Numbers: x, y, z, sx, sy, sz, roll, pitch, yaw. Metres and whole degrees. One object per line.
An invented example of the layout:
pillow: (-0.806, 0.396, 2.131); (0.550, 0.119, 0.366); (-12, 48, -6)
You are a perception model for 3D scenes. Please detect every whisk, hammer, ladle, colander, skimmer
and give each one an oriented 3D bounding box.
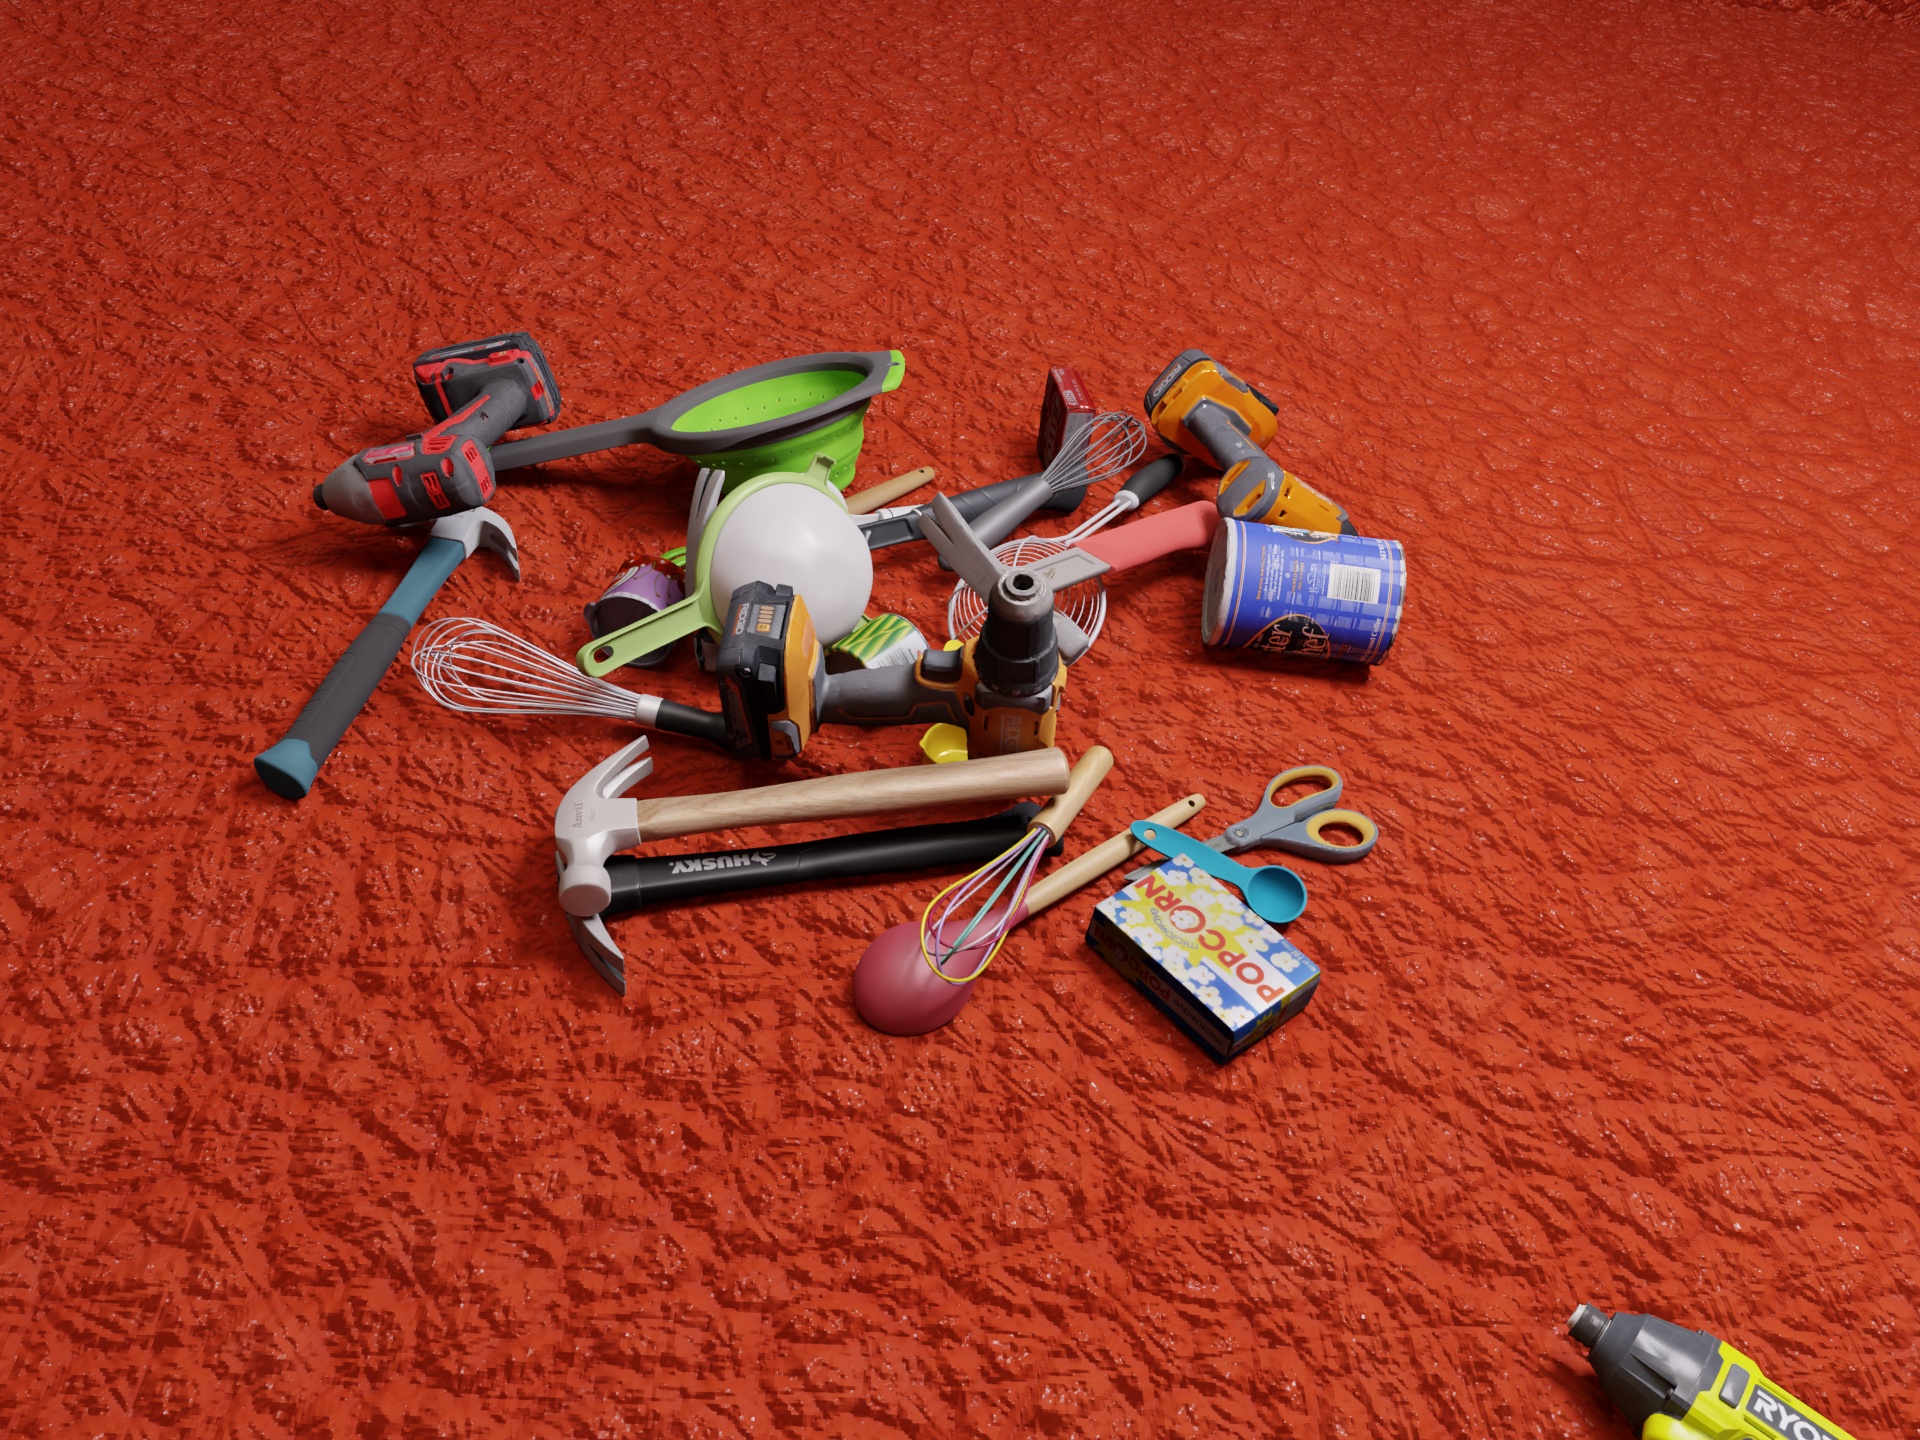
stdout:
whisk: (-0.254, -0.013, 1.138); (0.284, 0.070, 0.070); (14, 42, 0)
whisk: (0.070, -0.192, 1.339); (0.239, 0.055, 0.055); (-39, 58, -23)
hammer: (-0.093, 0.050, 1.033); (0.331, 0.031, 0.130); (-7, 41, -9)
whisk: (0.041, 0.083, 1.030); (0.047, 0.051, 0.245); (30, 43, 11)
ladle: (0.059, 0.115, 1.056); (0.315, 0.031, 0.069); (-26, 71, -36)
colander: (-0.232, -0.221, 1.355); (0.397, 0.094, 0.205); (-10, 27, 7)
skimmer: (0.112, -0.142, 1.352); (0.127, 0.090, 0.363); (17, 32, 23)
hammer: (-0.048, -0.161, 1.294); (0.409, 0.149, 0.036); (-20, 24, -37)
hammer: (-0.429, -0.064, 1.181); (0.128, 0.033, 0.331); (10, 42, 4)
hammer: (0.111, -0.137, 1.229); (0.149, 0.036, 0.359); (48, 33, 11)
hammer: (-0.093, 0.096, 1.050); (0.334, 0.035, 0.146); (-6, 42, -15)

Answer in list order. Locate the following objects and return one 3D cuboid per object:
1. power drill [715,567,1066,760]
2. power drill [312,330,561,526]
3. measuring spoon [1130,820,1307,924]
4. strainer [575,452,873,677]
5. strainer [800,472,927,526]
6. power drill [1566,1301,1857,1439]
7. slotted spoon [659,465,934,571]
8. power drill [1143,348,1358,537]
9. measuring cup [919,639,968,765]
power drill: (-0.043, -0.037, 1.054); (0.226, 0.185, 0.084); (5, 54, 2)
power drill: (-0.421, -0.229, 1.286); (0.143, 0.078, 0.220); (-8, 34, 15)
measuring spoon: (0.173, 0.102, 1.083); (0.129, 0.021, 0.042); (26, 61, 12)
strainer: (-0.154, -0.085, 1.146); (0.256, 0.151, 0.069); (-30, 28, -35)
strainer: (-0.070, -0.167, 1.326); (0.258, 0.086, 0.050); (-12, 21, -36)
power drill: (0.338, 0.392, 0.753); (0.171, 0.080, 0.223); (33, 43, 25)
slotted spoon: (-0.136, -0.161, 1.338); (0.314, 0.031, 0.070); (-30, 60, -36)
power drill: (0.265, -0.219, 1.402); (0.164, 0.084, 0.227); (24, 29, -37)
measuring cup: (-0.002, -0.004, 1.182); (0.062, 0.029, 0.157); (3, 39, -5)
